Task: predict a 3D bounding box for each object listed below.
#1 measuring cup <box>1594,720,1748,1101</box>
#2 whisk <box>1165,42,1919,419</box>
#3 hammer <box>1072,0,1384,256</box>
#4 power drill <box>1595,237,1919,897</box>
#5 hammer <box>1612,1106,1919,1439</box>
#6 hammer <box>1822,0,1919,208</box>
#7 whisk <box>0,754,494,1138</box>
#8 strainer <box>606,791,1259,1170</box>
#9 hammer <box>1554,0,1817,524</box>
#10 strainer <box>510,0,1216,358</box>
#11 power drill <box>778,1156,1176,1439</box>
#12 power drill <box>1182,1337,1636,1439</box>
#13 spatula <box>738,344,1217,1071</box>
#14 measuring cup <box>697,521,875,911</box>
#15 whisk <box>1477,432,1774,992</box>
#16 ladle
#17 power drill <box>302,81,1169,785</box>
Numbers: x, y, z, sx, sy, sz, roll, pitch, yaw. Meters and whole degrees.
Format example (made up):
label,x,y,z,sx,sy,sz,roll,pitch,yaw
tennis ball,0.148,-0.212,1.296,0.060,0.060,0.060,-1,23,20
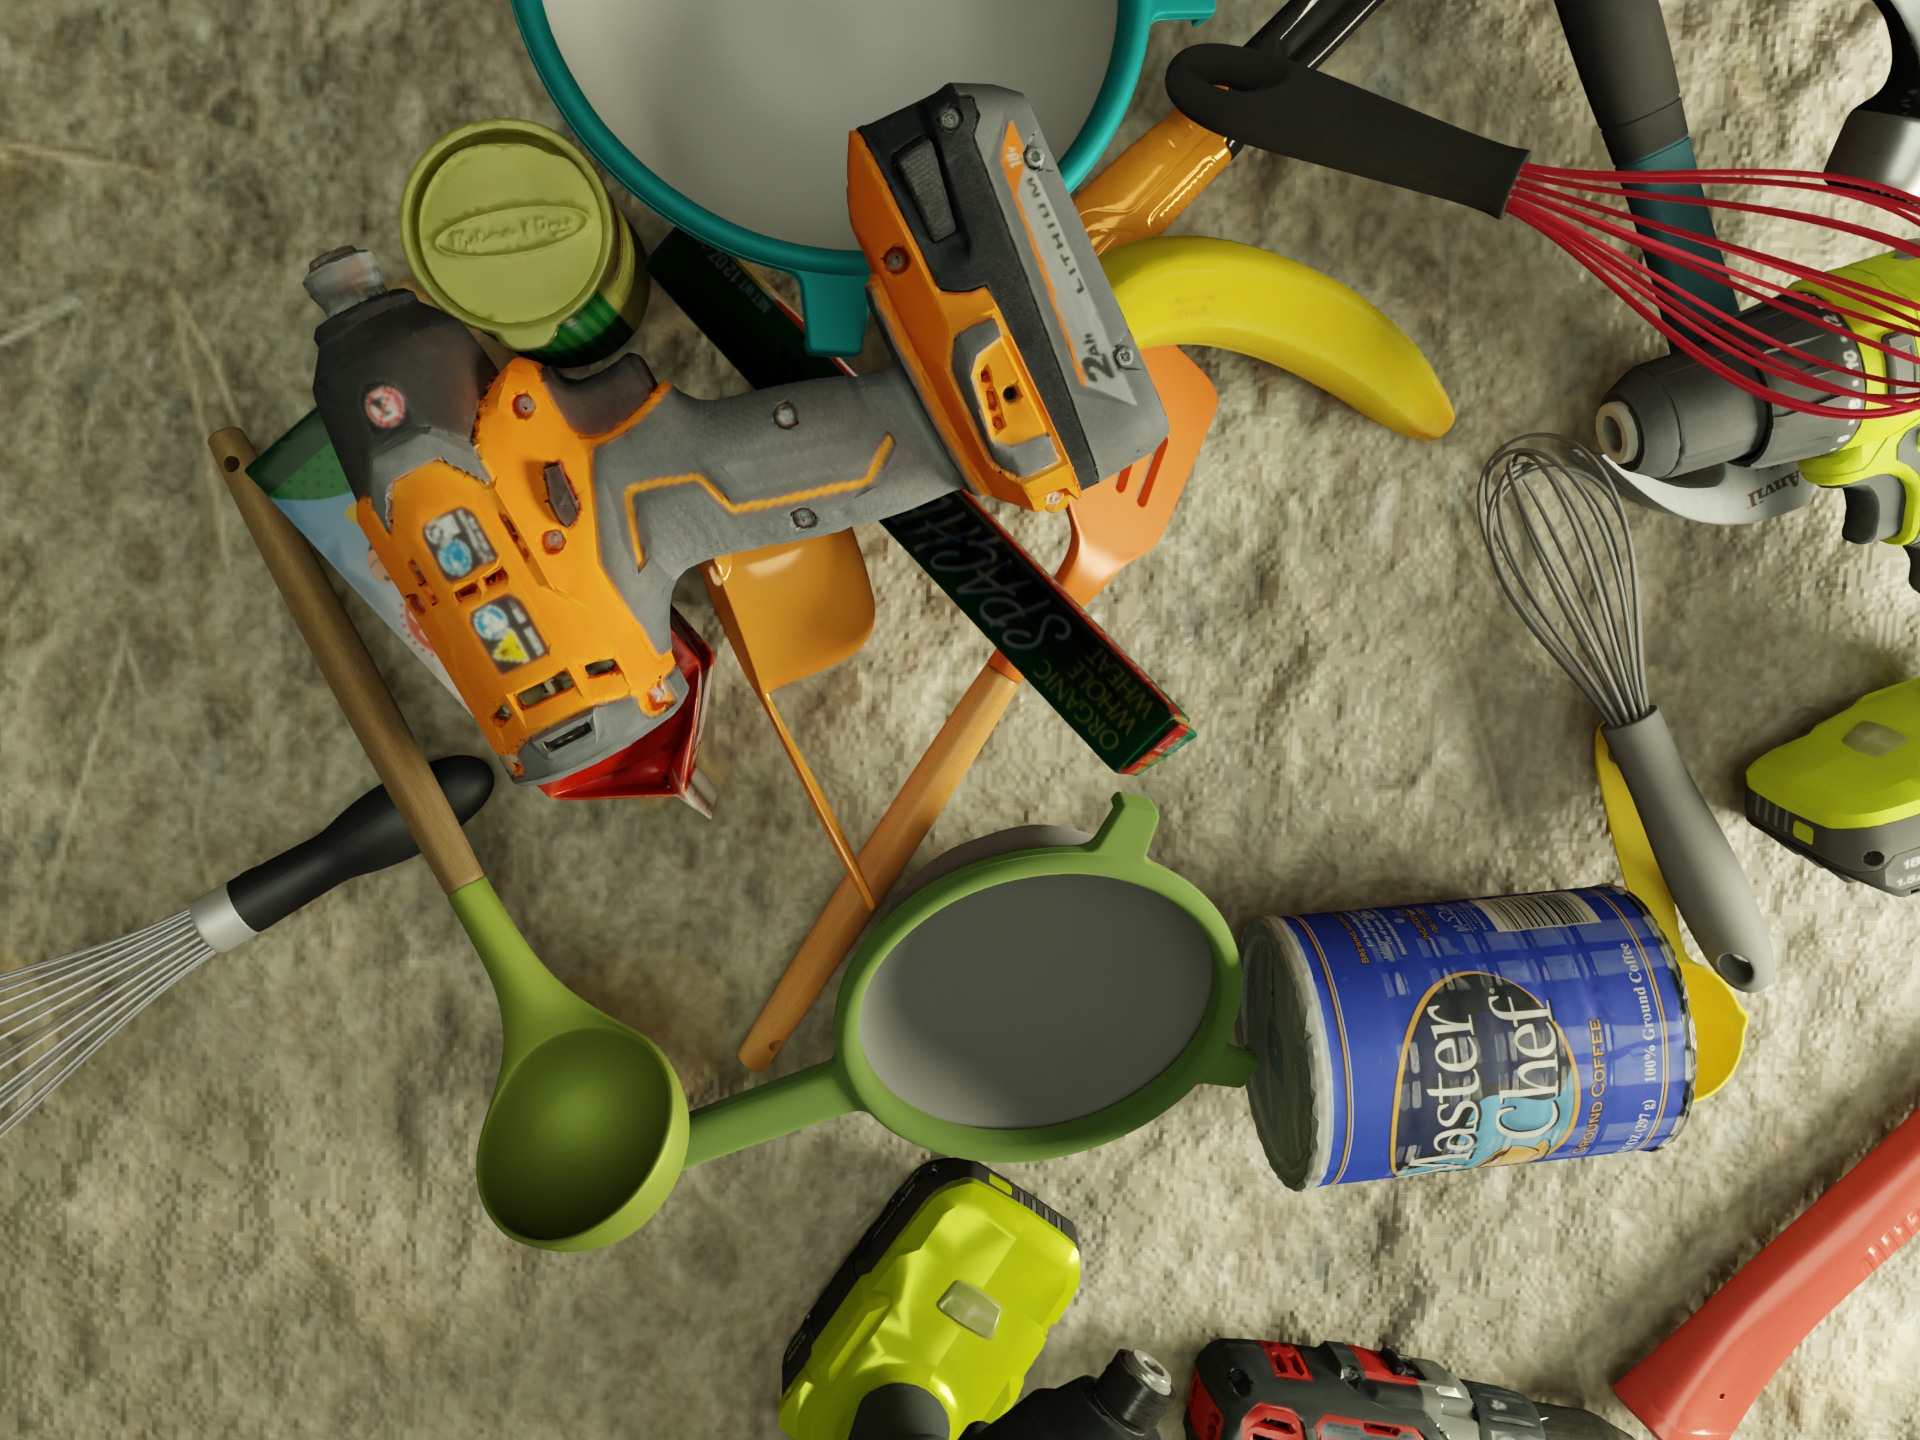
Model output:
label,x,y,z,sx,sy,sz,roll,pitch,yaw
measuring cup,0.277,0.077,0.653,0.062,0.029,0.156,-9,85,-11
whisk,0.202,-0.170,0.526,0.296,0.073,0.073,26,94,16
hammer,0.078,-0.218,0.594,0.127,0.034,0.337,44,91,-9
power drill,0.343,-0.057,0.592,0.190,0.080,0.228,-18,108,-3
hammer,0.411,0.166,0.664,0.359,0.037,0.149,-42,98,0
hammer,0.149,-0.303,0.532,0.409,0.036,0.149,21,111,10
whisk,-0.300,0.089,0.586,0.284,0.070,0.070,-30,98,-6
strainer,-0.023,0.111,0.606,0.256,0.069,0.151,-22,124,7
hammer,0.252,-0.224,0.586,0.128,0.033,0.330,-26,107,-1
strainer,-0.092,-0.292,0.537,0.340,0.095,0.211,46,81,-9
power drill,0.000,0.246,0.542,0.080,0.223,0.171,35,92,-8
power drill,0.170,0.370,0.647,0.188,0.080,0.227,11,92,-6
spatula,-0.001,-0.002,0.608,0.081,0.041,0.322,24,103,-42
measuring cup,-0.048,-0.020,0.570,0.052,0.095,0.173,-25,88,-10
whisk,0.264,-0.001,0.619,0.055,0.055,0.239,-27,95,-2
ladle,-0.190,0.036,0.557,0.078,0.062,0.320,-29,88,2
power drill,-0.072,-0.098,0.469,0.226,0.084,0.164,-26,106,4
